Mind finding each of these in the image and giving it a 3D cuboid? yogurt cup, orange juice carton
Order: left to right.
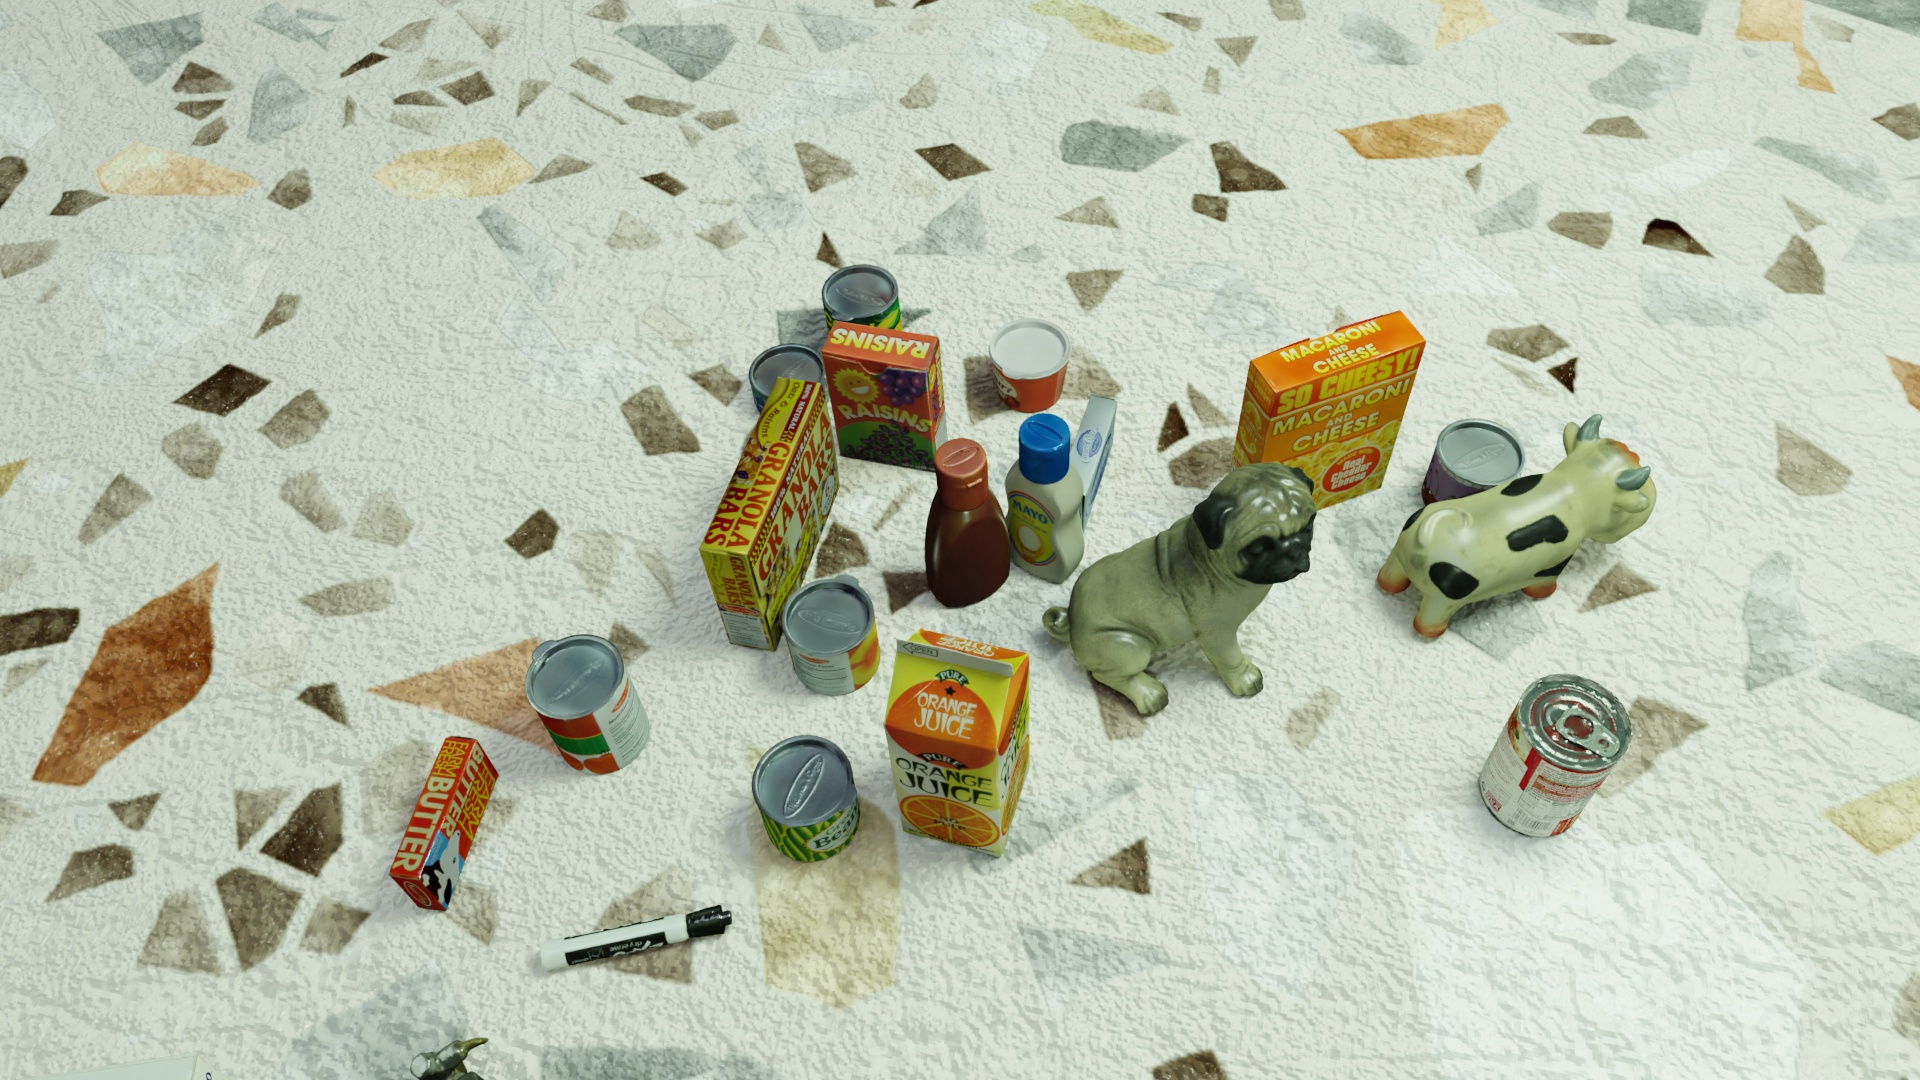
[{"bbox_3d":[0.000,0.120,0.876,0.072,0.191,0.073,12,55,12],"label":"orange juice carton"},{"bbox_3d":[0.058,-0.144,1.159,0.072,0.053,0.073,-1,53,2],"label":"yogurt cup"}]

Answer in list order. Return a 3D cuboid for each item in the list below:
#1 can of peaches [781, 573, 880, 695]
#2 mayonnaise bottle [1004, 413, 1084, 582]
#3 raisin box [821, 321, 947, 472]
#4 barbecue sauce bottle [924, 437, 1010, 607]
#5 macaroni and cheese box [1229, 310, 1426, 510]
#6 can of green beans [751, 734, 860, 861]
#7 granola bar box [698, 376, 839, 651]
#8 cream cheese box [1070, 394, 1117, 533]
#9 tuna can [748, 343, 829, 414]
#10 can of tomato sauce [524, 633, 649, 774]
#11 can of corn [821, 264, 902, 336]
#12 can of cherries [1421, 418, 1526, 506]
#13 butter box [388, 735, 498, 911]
[{"bbox_3d":[-0.091,0.068,1.004,0.071,0.057,0.071,-1,53,2],"label":"can of peaches"},{"bbox_3d":[0.060,-0.031,1.015,0.065,0.147,0.041,29,60,23],"label":"mayonnaise bottle"},{"bbox_3d":[-0.058,-0.112,1.098,0.086,0.122,0.040,11,55,11],"label":"raisin box"},{"bbox_3d":[0.004,-0.013,1.004,0.065,0.147,0.044,-26,56,-16],"label":"barbecue sauce bottle"},{"bbox_3d":[0.267,-0.085,1.034,0.124,0.165,0.040,-19,55,-11],"label":"macaroni and cheese box"},{"bbox_3d":[-0.102,0.173,0.926,0.071,0.057,0.071,-1,53,2],"label":"can of green beans"},{"bbox_3d":[-0.136,-0.020,1.031,0.039,0.123,0.166,10,54,11],"label":"granola bar box"},{"bbox_3d":[0.099,-0.059,1.093,0.024,0.053,0.104,13,55,13],"label":"cream cheese box"},{"bbox_3d":[-0.142,-0.131,1.173,0.071,0.032,0.071,-1,53,2],"label":"tuna can"},{"bbox_3d":[-0.258,0.114,0.962,0.071,0.082,0.071,-1,53,2],"label":"can of tomato sauce"},{"bbox_3d":[-0.085,-0.194,1.201,0.071,0.058,0.071,-1,53,2],"label":"can of corn"},{"bbox_3d":[0.394,-0.049,1.067,0.071,0.058,0.072,-1,53,2],"label":"can of cherries"},{"bbox_3d":[-0.344,0.188,0.929,0.024,0.052,0.104,5,53,7],"label":"butter box"}]
